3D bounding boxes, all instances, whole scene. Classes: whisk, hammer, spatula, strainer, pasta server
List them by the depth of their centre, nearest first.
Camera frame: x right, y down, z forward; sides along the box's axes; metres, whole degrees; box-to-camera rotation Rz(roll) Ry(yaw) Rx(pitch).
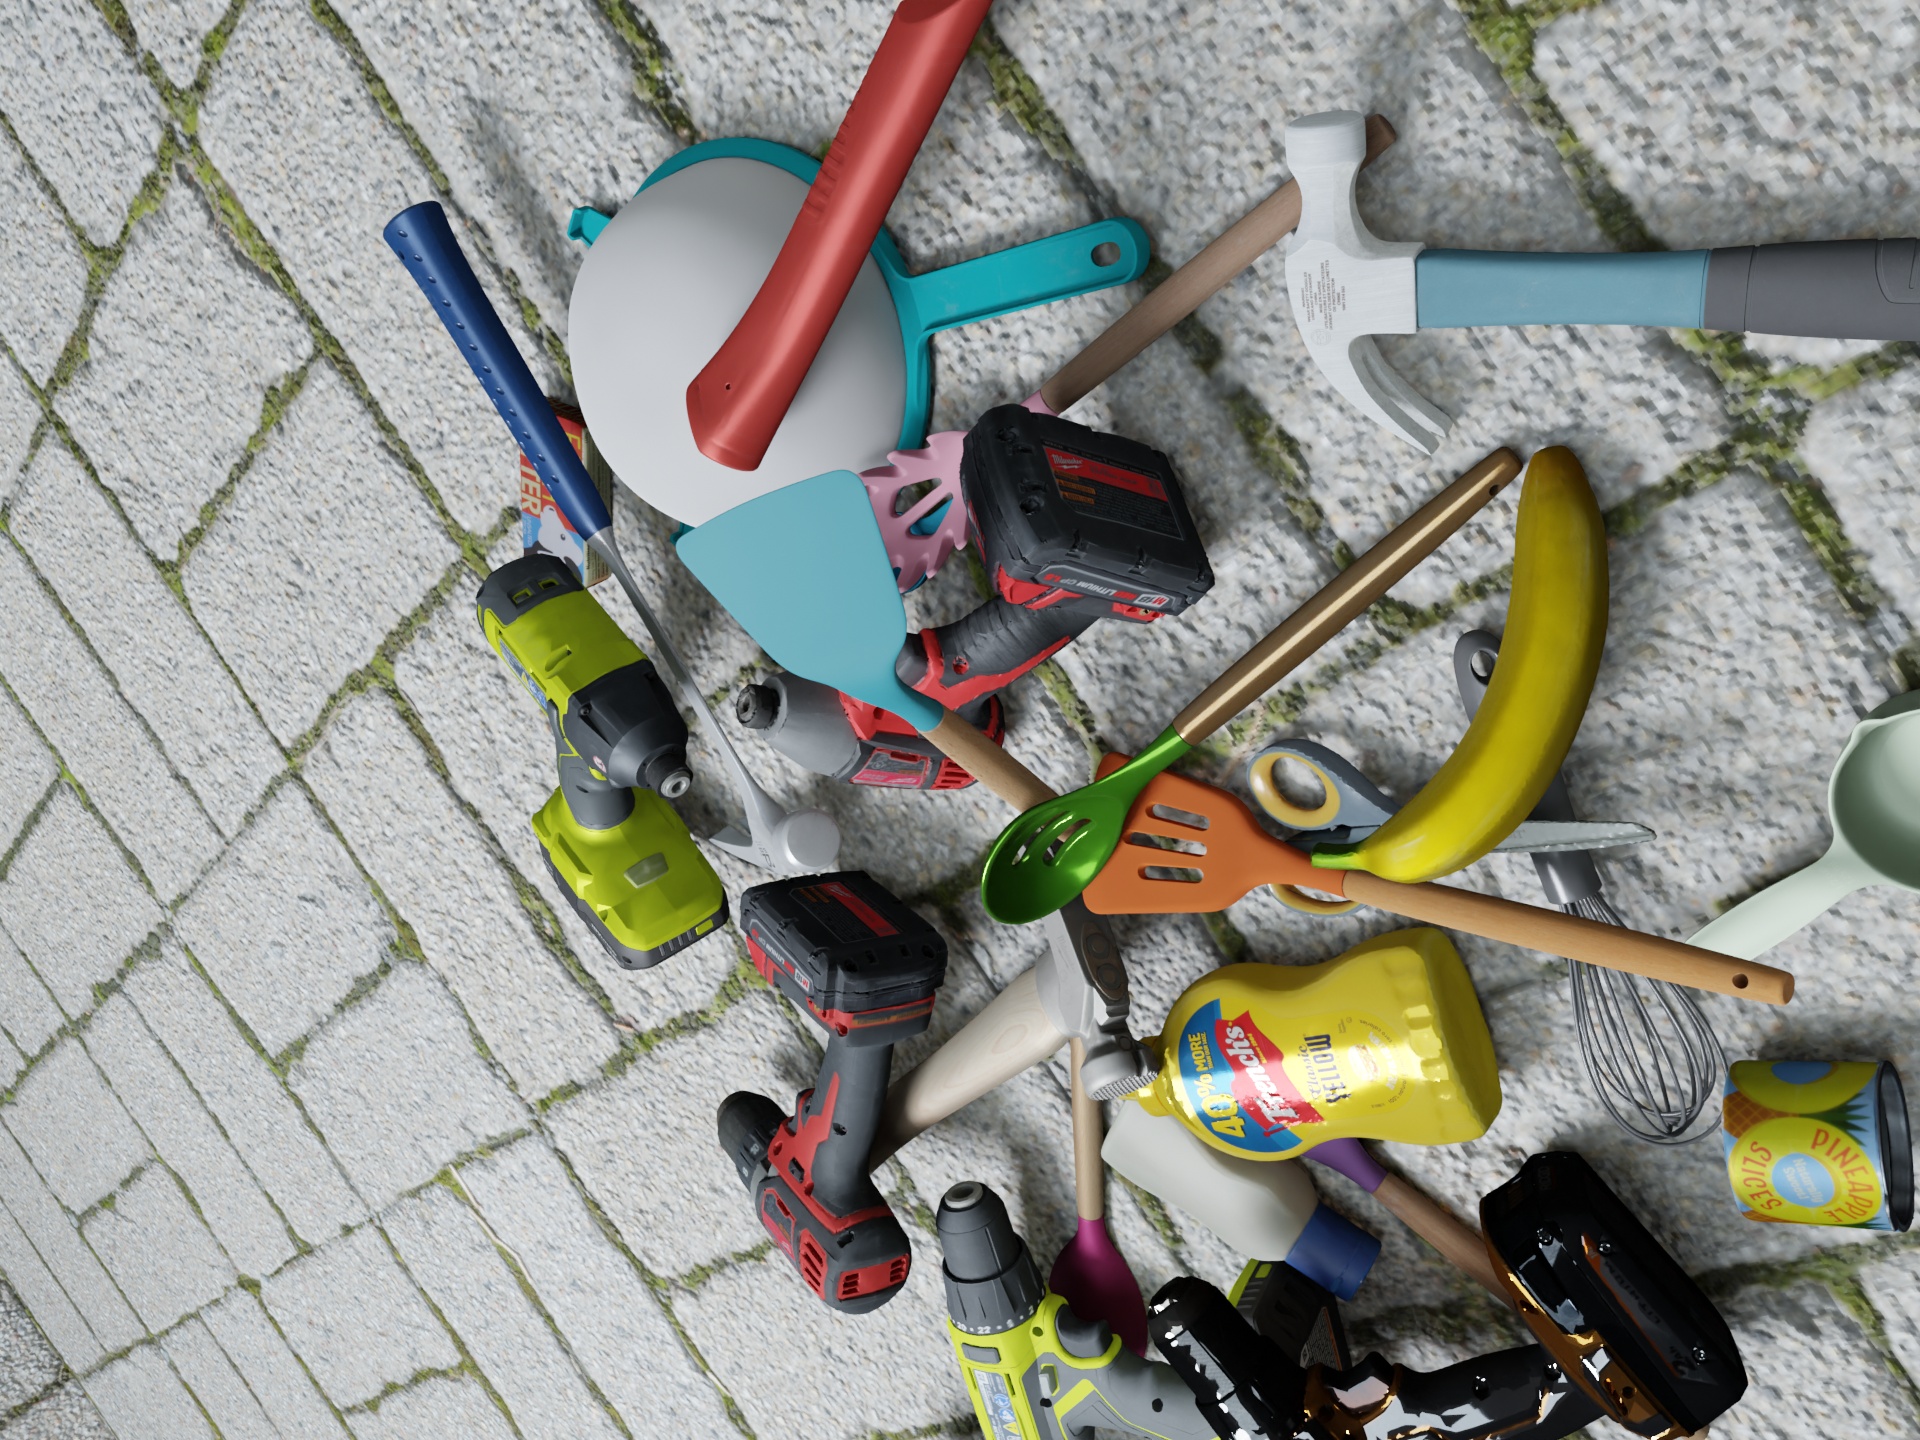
[{"bbox_3d":[0.276,-0.152,0.555,0.331,0.033,0.128,9,125,29],"label":"hammer"},{"bbox_3d":[-0.014,-0.259,0.654,0.149,0.036,0.359,37,112,16],"label":"hammer"},{"bbox_3d":[0.264,0.071,0.675,0.055,0.055,0.239,-21,95,40],"label":"whisk"},{"bbox_3d":[0.183,0.075,0.681,0.323,0.041,0.081,11,95,48],"label":"spatula"},{"bbox_3d":[0.057,-0.155,0.702,0.316,0.040,0.060,-34,96,36],"label":"pasta server"},{"bbox_3d":[-0.001,-0.002,0.709,0.082,0.317,0.044,-20,58,21],"label":"spatula"},{"bbox_3d":[-0.075,-0.180,0.755,0.340,0.095,0.211,-4,109,38],"label":"strainer"},{"bbox_3d":[0.233,0.247,0.799,0.316,0.018,0.059,38,124,15],"label":"spatula"},{"bbox_3d":[-0.195,-0.091,0.875,0.405,0.035,0.144,60,158,-7],"label":"hammer"},{"bbox_3d":[-0.027,0.215,0.937,0.410,0.038,0.146,-49,51,46],"label":"hammer"}]

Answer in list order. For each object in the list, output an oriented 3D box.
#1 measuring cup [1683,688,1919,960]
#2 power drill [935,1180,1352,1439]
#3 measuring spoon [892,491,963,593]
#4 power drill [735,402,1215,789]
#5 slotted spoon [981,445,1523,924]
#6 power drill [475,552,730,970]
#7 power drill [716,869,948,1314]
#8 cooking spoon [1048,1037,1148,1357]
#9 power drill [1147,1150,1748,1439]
[{"bbox_3d":[0.342,0.050,0.613,0.083,0.038,0.167,46,132,8],"label":"measuring cup"},{"bbox_3d":[0.094,0.352,0.895,0.228,0.080,0.190,-6,108,32],"label":"power drill"},{"bbox_3d":[0.005,-0.103,0.793,0.128,0.021,0.042,-27,84,31],"label":"measuring spoon"},{"bbox_3d":[-0.001,-0.041,0.742,0.219,0.143,0.079,-43,52,39],"label":"power drill"},{"bbox_3d":[0.119,-0.010,0.705,0.313,0.070,0.031,-43,47,26],"label":"slotted spoon"},{"bbox_3d":[-0.194,0.035,0.896,0.171,0.080,0.223,45,152,31],"label":"power drill"},{"bbox_3d":[-0.087,0.204,0.929,0.188,0.080,0.226,30,120,52],"label":"power drill"},{"bbox_3d":[0.074,0.264,0.918,0.069,0.017,0.318,12,119,30],"label":"cooking spoon"},{"bbox_3d":[0.216,0.297,0.745,0.226,0.084,0.185,-43,84,18],"label":"power drill"}]
